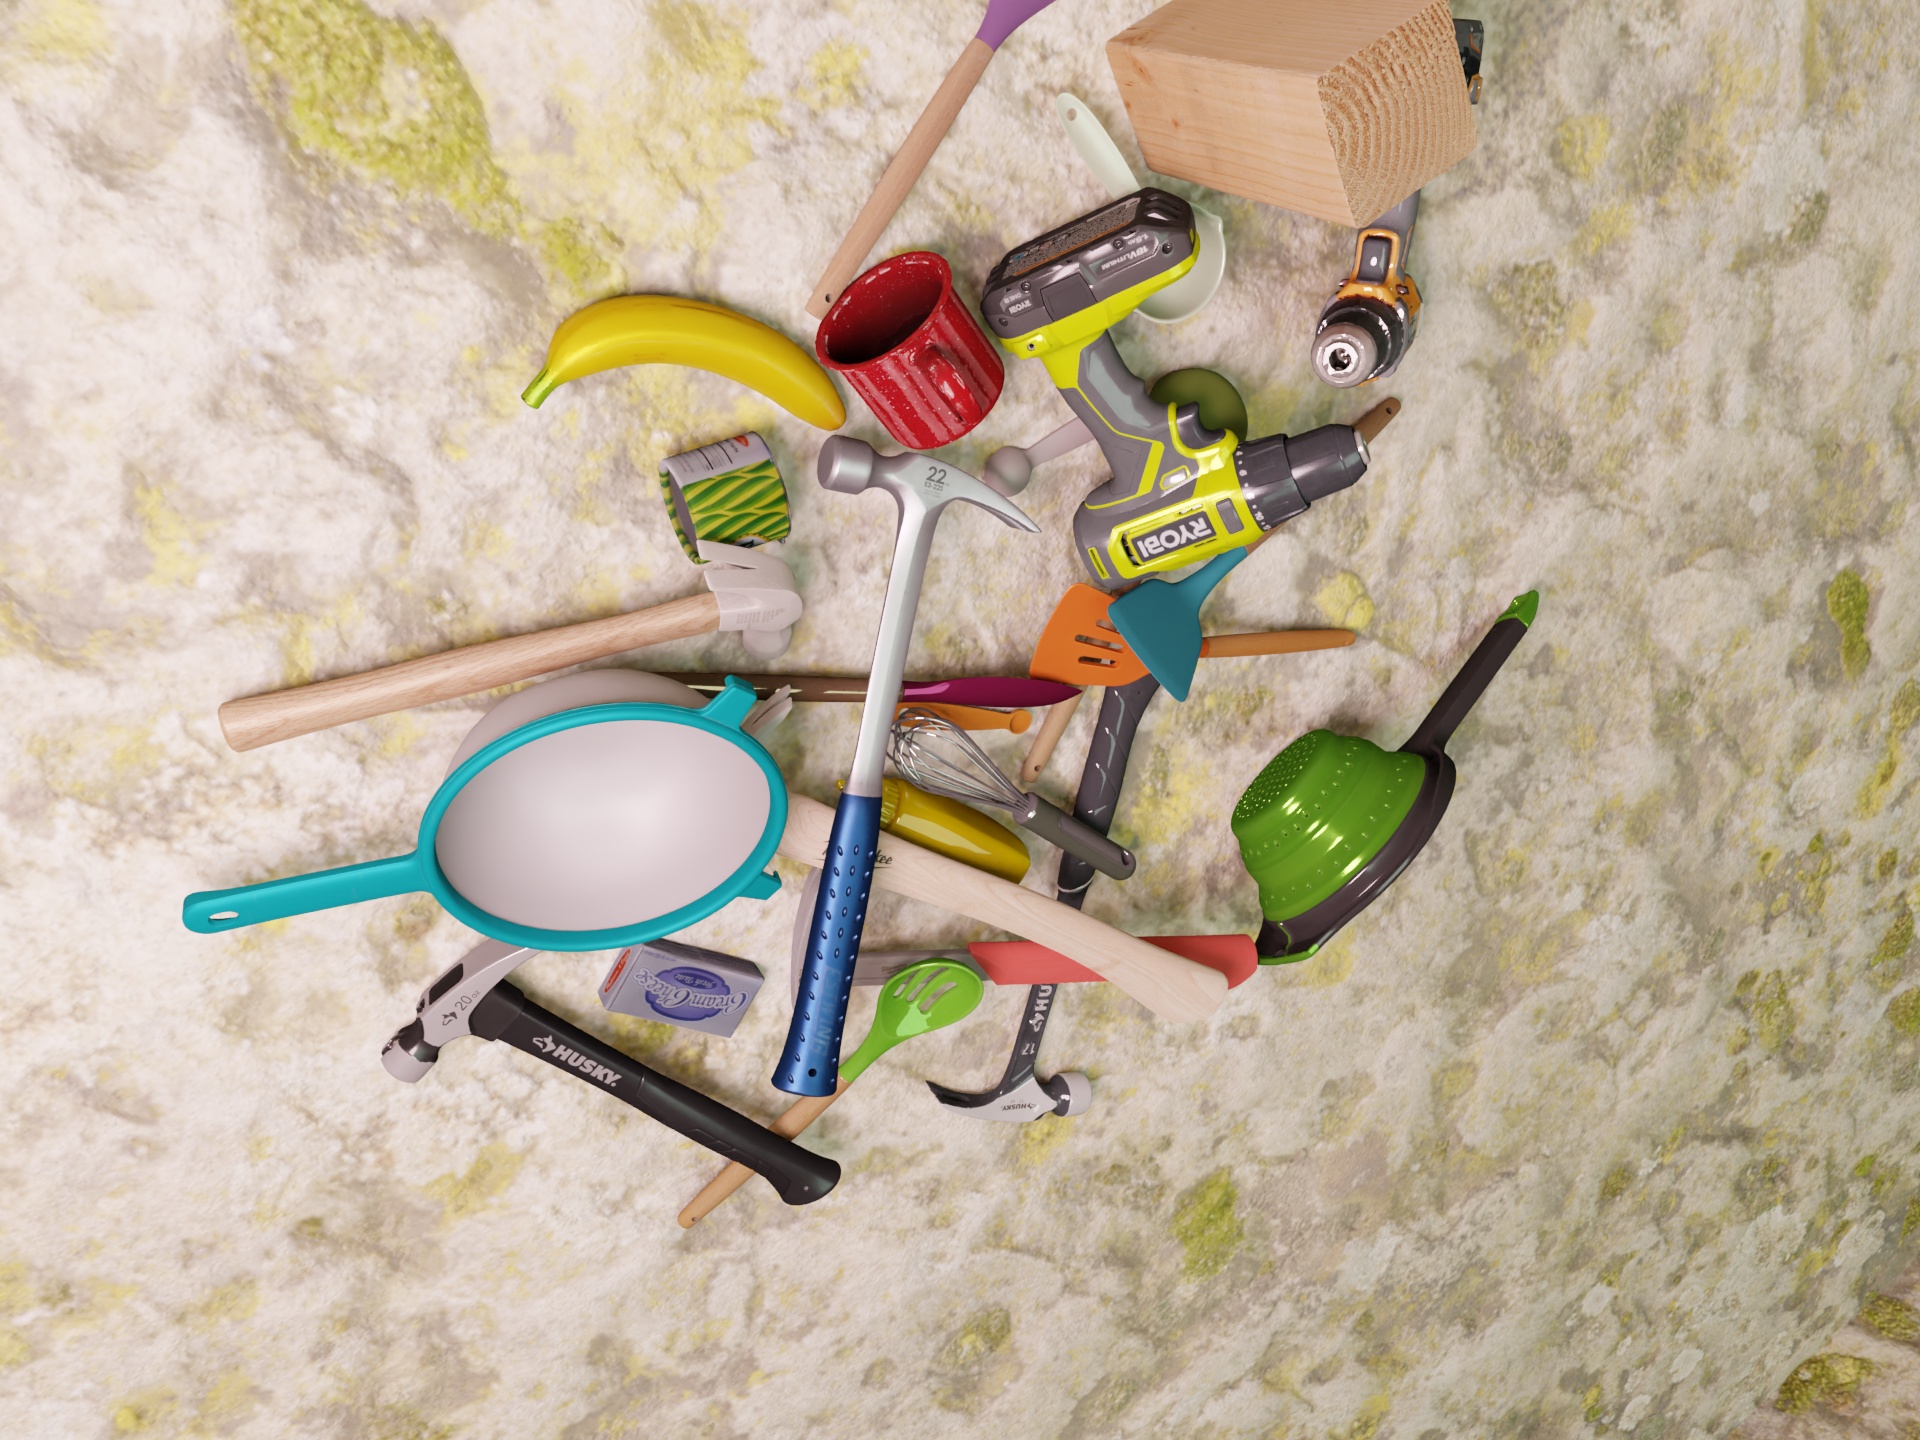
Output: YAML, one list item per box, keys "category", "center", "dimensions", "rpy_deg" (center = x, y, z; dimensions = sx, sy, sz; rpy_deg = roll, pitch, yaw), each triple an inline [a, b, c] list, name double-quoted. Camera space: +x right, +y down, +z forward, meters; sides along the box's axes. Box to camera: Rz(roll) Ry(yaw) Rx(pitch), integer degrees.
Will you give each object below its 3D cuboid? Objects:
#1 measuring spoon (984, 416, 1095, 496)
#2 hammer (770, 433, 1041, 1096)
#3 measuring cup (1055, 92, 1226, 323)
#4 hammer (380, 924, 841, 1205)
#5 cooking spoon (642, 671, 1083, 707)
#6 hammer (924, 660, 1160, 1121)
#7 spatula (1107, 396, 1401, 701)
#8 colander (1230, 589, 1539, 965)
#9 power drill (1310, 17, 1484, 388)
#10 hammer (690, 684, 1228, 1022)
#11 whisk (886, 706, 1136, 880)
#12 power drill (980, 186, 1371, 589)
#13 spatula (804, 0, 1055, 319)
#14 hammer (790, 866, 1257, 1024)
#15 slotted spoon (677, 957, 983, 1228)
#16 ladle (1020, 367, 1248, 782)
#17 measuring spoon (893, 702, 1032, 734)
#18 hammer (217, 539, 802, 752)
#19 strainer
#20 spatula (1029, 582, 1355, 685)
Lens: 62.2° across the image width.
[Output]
- category: "measuring spoon"
  center: [0.071, -0.185, 1.063]
  dimensions: [0.124, 0.018, 0.034]
  rpy_deg: [-31, 126, -14]
- category: "hammer"
  center: [-0.053, 0.037, 0.995]
  dimensions: [0.144, 0.035, 0.405]
  rpy_deg: [9, 96, -24]
- category: "measuring cup"
  center: [0.102, -0.325, 0.999]
  dimensions: [0.083, 0.038, 0.167]
  rpy_deg: [-43, 121, 0]
- category: "hammer"
  center: [-0.209, 0.249, 1.084]
  dimensions: [0.146, 0.035, 0.334]
  rpy_deg: [-46, 121, 9]
- category: "cooking spoon"
  center: [-0.064, -0.020, 1.056]
  dimensions: [0.318, 0.069, 0.017]
  rpy_deg: [2, 80, -25]
- category: "hammer"
  center: [0.079, 0.140, 1.231]
  dimensions: [0.149, 0.036, 0.408]
  rpy_deg: [1, 113, -30]
- category: "spatula"
  center: [0.220, -0.137, 1.122]
  dimensions: [0.317, 0.044, 0.082]
  rpy_deg: [-43, 98, -21]
- category: "colander"
  center: [0.331, 0.015, 1.272]
  dimensions: [0.094, 0.204, 0.397]
  rpy_deg: [42, 72, -5]
- category: "power drill"
  center: [0.270, -0.327, 1.017]
  dimensions: [0.185, 0.084, 0.226]
  rpy_deg: [-46, 144, -58]
- category: "hammer"
  center: [0.017, 0.113, 1.091]
  dimensions: [0.410, 0.038, 0.146]
  rpy_deg: [24, 112, -21]
- category: "whisk"
  center: [0.041, 0.058, 1.132]
  dimensions: [0.246, 0.058, 0.059]
  rpy_deg: [32, 133, -33]
- category: "power drill"
  center: [0.132, -0.204, 0.991]
  dimensions: [0.190, 0.080, 0.228]
  rpy_deg: [-19, 119, 23]
- category: "spatula"
  center: [-0.002, -0.371, 0.923]
  dimensions: [0.059, 0.018, 0.316]
  rpy_deg: [29, 97, -35]
- category: "hammer"
  center: [0.053, 0.172, 1.185]
  dimensions: [0.359, 0.037, 0.149]
  rpy_deg: [0, 116, -16]
- category: "slotted spoon"
  center: [-0.103, 0.273, 1.162]
  dimensions: [0.070, 0.031, 0.313]
  rpy_deg: [36, 107, -31]
- category: "ladle"
  center: [0.111, -0.097, 1.127]
  dimensions: [0.078, 0.062, 0.320]
  rpy_deg: [14, 114, -29]
- category: "measuring spoon"
  center: [-0.002, -0.004, 1.125]
  dimensions: [0.116, 0.011, 0.021]
  rpy_deg: [4, 115, -28]
- category: "hammer"
  center: [-0.252, -0.038, 0.919]
  dimensions: [0.331, 0.031, 0.130]
  rpy_deg: [-15, 162, -16]
- category: "strainer"
  center: [-0.276, 0.051, 0.936]
  dimensions: [0.340, 0.095, 0.210]
  rpy_deg: [-11, 138, -10]
- category: "spatula"
  center: [0.187, -0.060, 1.166]
  dimensions: [0.322, 0.041, 0.081]
  rpy_deg: [-5, 130, -42]
